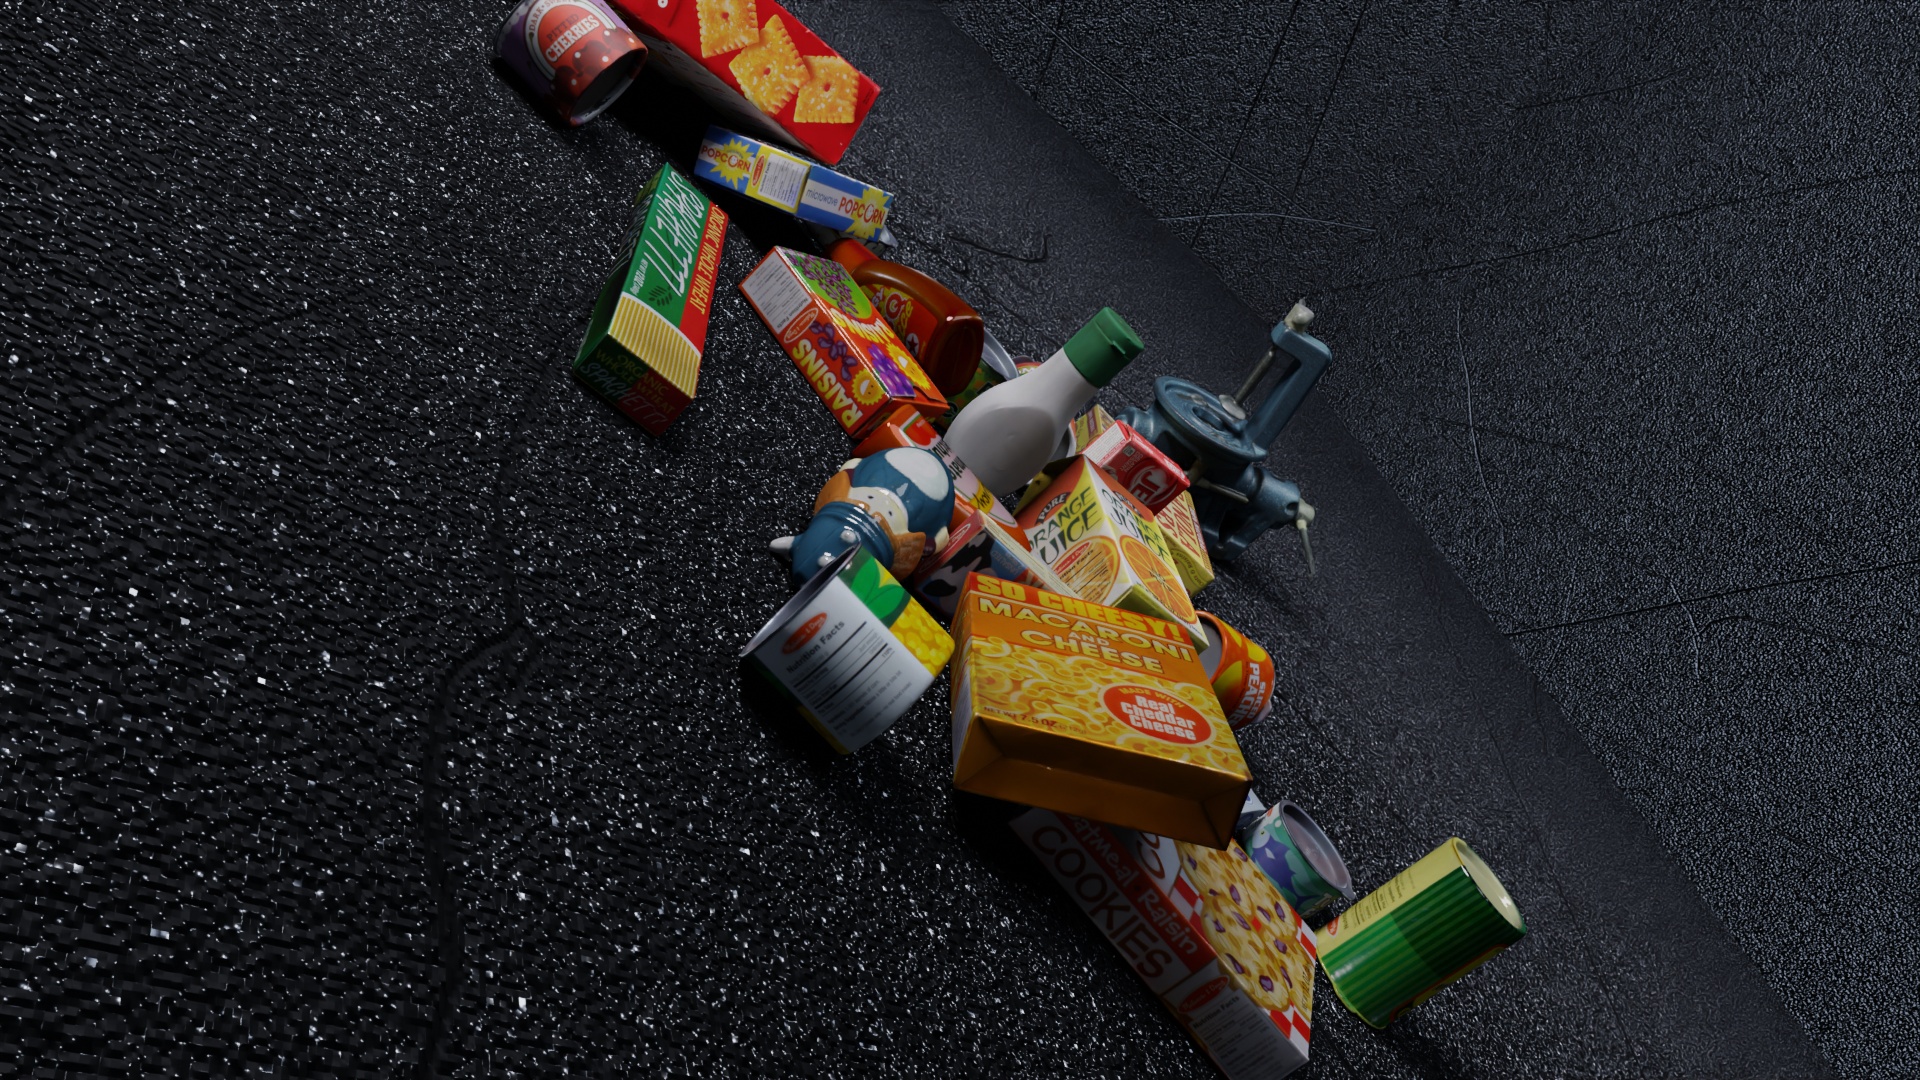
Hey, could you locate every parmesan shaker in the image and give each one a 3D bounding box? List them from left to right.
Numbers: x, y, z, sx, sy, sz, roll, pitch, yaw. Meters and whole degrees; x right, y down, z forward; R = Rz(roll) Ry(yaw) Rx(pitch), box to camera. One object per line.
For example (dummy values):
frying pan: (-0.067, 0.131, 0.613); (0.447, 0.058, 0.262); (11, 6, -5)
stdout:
parmesan shaker: (0.268, 0.231, 0.813); (0.071, 0.103, 0.071); (42, 20, -19)

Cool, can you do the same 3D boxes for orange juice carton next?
orange juice carton: (0.086, 0.014, 0.885); (0.071, 0.073, 0.193); (38, 21, -27)

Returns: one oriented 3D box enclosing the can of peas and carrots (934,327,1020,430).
can of peas and carrots: (0.000, -0.115, 0.969); (0.071, 0.058, 0.071); (42, 21, -20)

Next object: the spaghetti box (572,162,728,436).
spaghetti box: (-0.155, -0.135, 0.722); (0.050, 0.028, 0.251); (40, 21, -25)

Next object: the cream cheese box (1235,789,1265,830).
cream cheese box: (0.141, 0.130, 0.853); (0.053, 0.024, 0.104); (12, 40, -57)

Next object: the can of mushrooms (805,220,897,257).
can of mushrooms: (-0.084, -0.238, 1.061); (0.071, 0.033, 0.071); (41, 20, -18)

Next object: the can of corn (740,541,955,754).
can of corn: (-0.044, 0.043, 0.564); (0.058, 0.071, 0.071); (47, 19, -7)

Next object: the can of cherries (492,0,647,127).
can of cherries: (-0.223, -0.282, 0.798); (0.058, 0.071, 0.072); (47, 19, -8)

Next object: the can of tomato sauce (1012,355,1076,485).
can of tomato sauce: (0.050, -0.087, 1.008); (0.071, 0.071, 0.083); (42, 20, -17)

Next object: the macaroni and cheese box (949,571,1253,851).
macaroni and cheese box: (0.058, 0.075, 0.660); (0.124, 0.040, 0.167); (14, 18, -6)

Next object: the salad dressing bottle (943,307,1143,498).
salad dressing bottle: (0.052, -0.087, 0.890); (0.064, 0.147, 0.044); (41, 20, -22)

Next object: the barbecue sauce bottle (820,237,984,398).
barbecue sauce bottle: (-0.043, -0.157, 0.938); (0.044, 0.064, 0.149); (-12, 41, -35)

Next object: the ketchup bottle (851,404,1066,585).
ketchup bottle: (0.003, -0.010, 0.799); (0.149, 0.043, 0.065); (47, 19, -4)

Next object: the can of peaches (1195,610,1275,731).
can of peaches: (0.167, 0.088, 0.923); (0.058, 0.071, 0.071); (32, 25, -37)

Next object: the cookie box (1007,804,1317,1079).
cookie box: (0.105, 0.168, 0.681); (0.167, 0.040, 0.123); (49, 19, 3)

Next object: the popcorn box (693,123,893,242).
popcorn box: (-0.113, -0.245, 0.960); (0.085, 0.038, 0.127); (25, 12, 20)

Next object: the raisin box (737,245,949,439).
raisin box: (-0.070, -0.120, 0.859); (0.123, 0.040, 0.086); (53, 19, 12)

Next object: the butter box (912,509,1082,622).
butter box: (0.028, 0.035, 0.753); (0.103, 0.053, 0.024); (41, 17, -21)

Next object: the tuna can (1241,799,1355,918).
tuna can: (0.207, 0.198, 0.852); (0.071, 0.032, 0.071); (41, 21, -19)

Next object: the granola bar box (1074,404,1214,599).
granola bar box: (0.146, -0.033, 1.152); (0.124, 0.039, 0.166); (42, 20, -16)
